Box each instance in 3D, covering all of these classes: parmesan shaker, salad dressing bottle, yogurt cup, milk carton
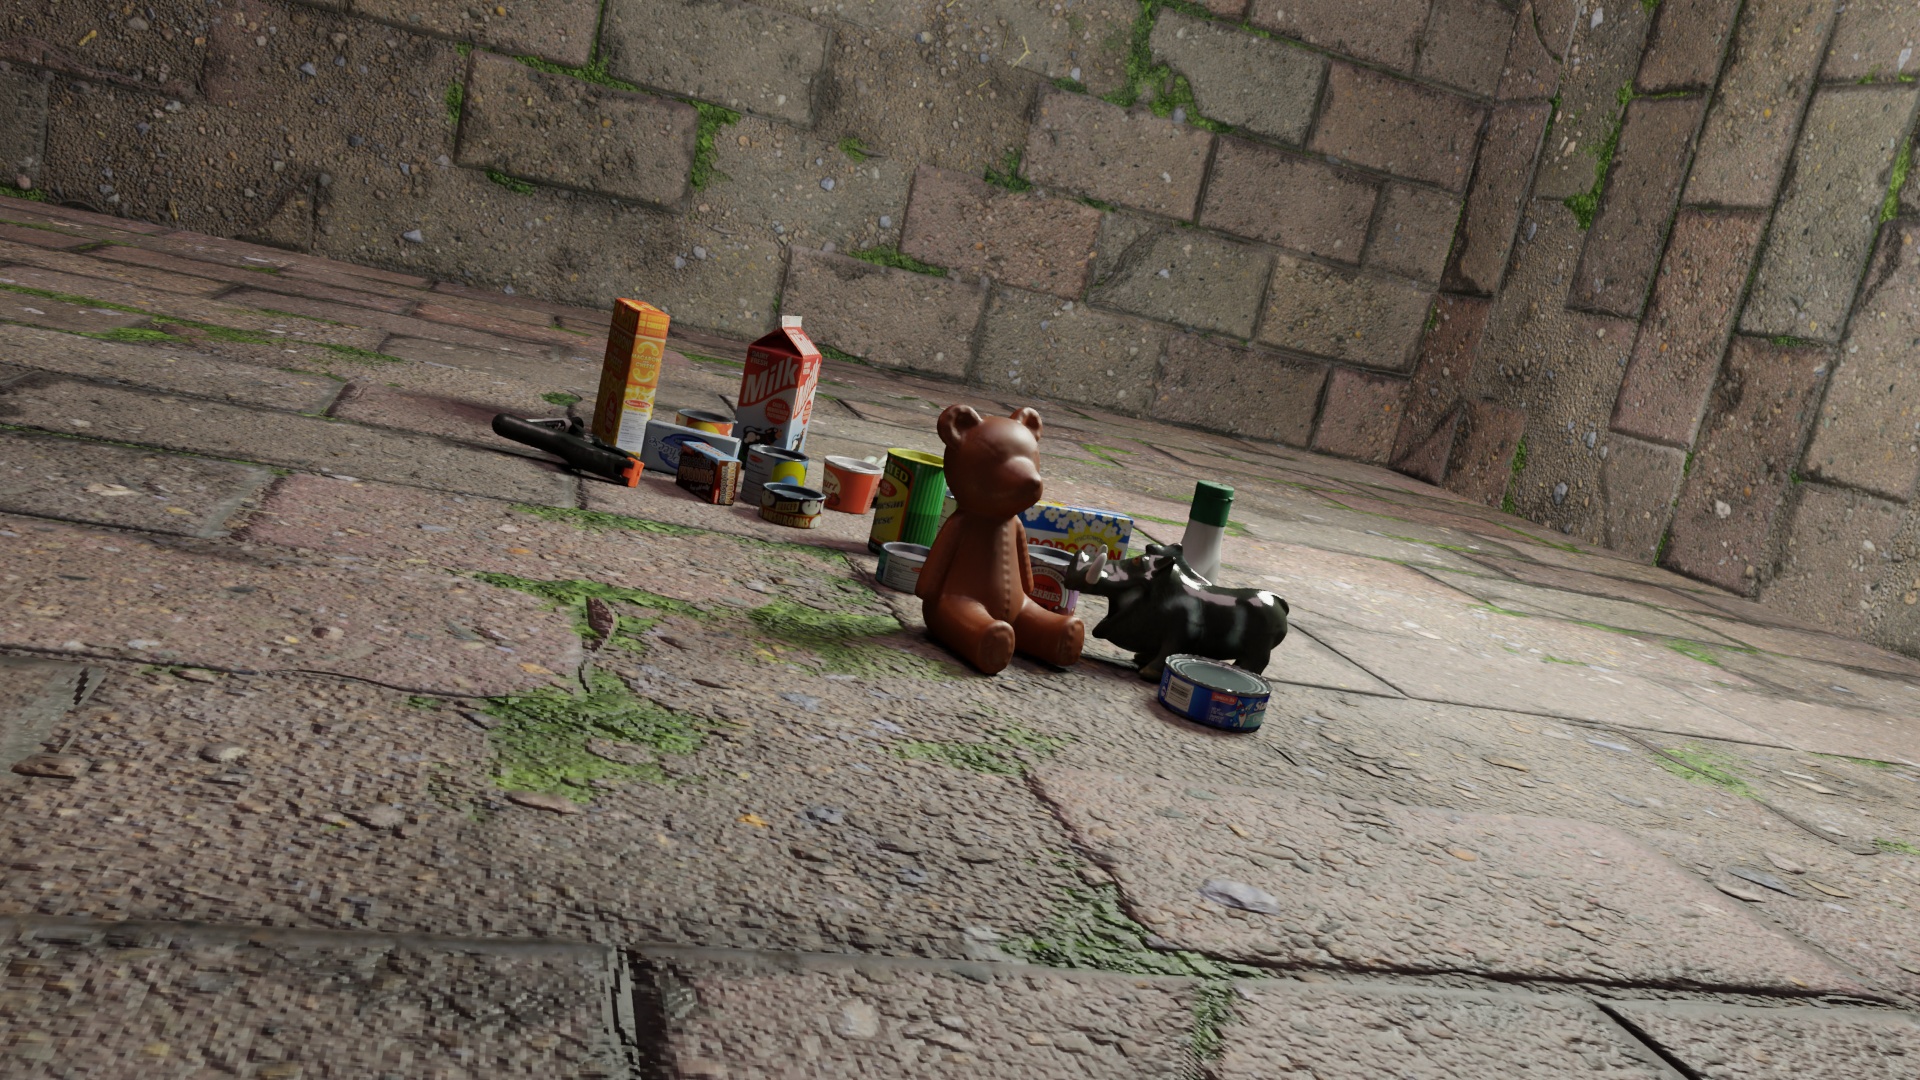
[{"bbox_3d":[-0.050,-0.034,1.393,0.071,0.103,0.071,13,11,-2],"label":"parmesan shaker"},{"bbox_3d":[0.230,0.016,1.347,0.044,0.147,0.064,19,12,28],"label":"salad dressing bottle"},{"bbox_3d":[-0.126,-0.062,1.570,0.072,0.053,0.072,13,11,-2],"label":"yogurt cup"},{"bbox_3d":[-0.221,-0.177,1.677,0.073,0.190,0.072,15,11,9],"label":"milk carton"}]

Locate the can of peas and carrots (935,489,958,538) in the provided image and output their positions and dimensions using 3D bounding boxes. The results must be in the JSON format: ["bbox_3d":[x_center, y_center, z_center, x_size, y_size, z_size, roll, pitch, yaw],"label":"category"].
[{"bbox_3d":[0.005,-0.019,1.492,0.071,0.058,0.071,13,11,-2],"label":"can of peas and carrots"}]

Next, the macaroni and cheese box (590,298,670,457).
[{"bbox_3d":[-0.388,-0.193,1.625,0.040,0.166,0.124,7,12,-28],"label":"macaroni and cheese box"}]

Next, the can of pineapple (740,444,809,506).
[{"bbox_3d":[-0.200,-0.068,1.504,0.071,0.057,0.071,13,11,-2],"label":"can of pineapple"}]

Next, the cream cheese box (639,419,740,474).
[{"bbox_3d":[-0.301,-0.097,1.544,0.104,0.053,0.024,12,11,-3],"label":"cream cheese box"}]

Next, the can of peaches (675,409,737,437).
[{"bbox_3d":[-0.303,-0.119,1.636,0.071,0.058,0.071,13,11,-2],"label":"can of peaches"}]

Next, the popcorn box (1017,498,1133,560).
[{"bbox_3d":[0.107,0.006,1.420,0.127,0.085,0.038,9,11,-20],"label":"popcorn box"}]

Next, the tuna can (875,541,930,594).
[{"bbox_3d":[-0.044,0.026,1.286,0.071,0.032,0.071,13,11,-2],"label":"tuna can"}]

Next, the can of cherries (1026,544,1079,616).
[{"bbox_3d":[0.078,0.040,1.285,0.071,0.058,0.071,13,11,-2],"label":"can of cherries"}]

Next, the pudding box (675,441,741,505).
[{"bbox_3d":[-0.267,-0.072,1.468,0.030,0.049,0.084,4,14,-40],"label":"pudding box"}]

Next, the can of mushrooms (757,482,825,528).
[{"bbox_3d":[-0.175,-0.036,1.438,0.071,0.033,0.071,13,11,-2],"label":"can of mushrooms"}]
